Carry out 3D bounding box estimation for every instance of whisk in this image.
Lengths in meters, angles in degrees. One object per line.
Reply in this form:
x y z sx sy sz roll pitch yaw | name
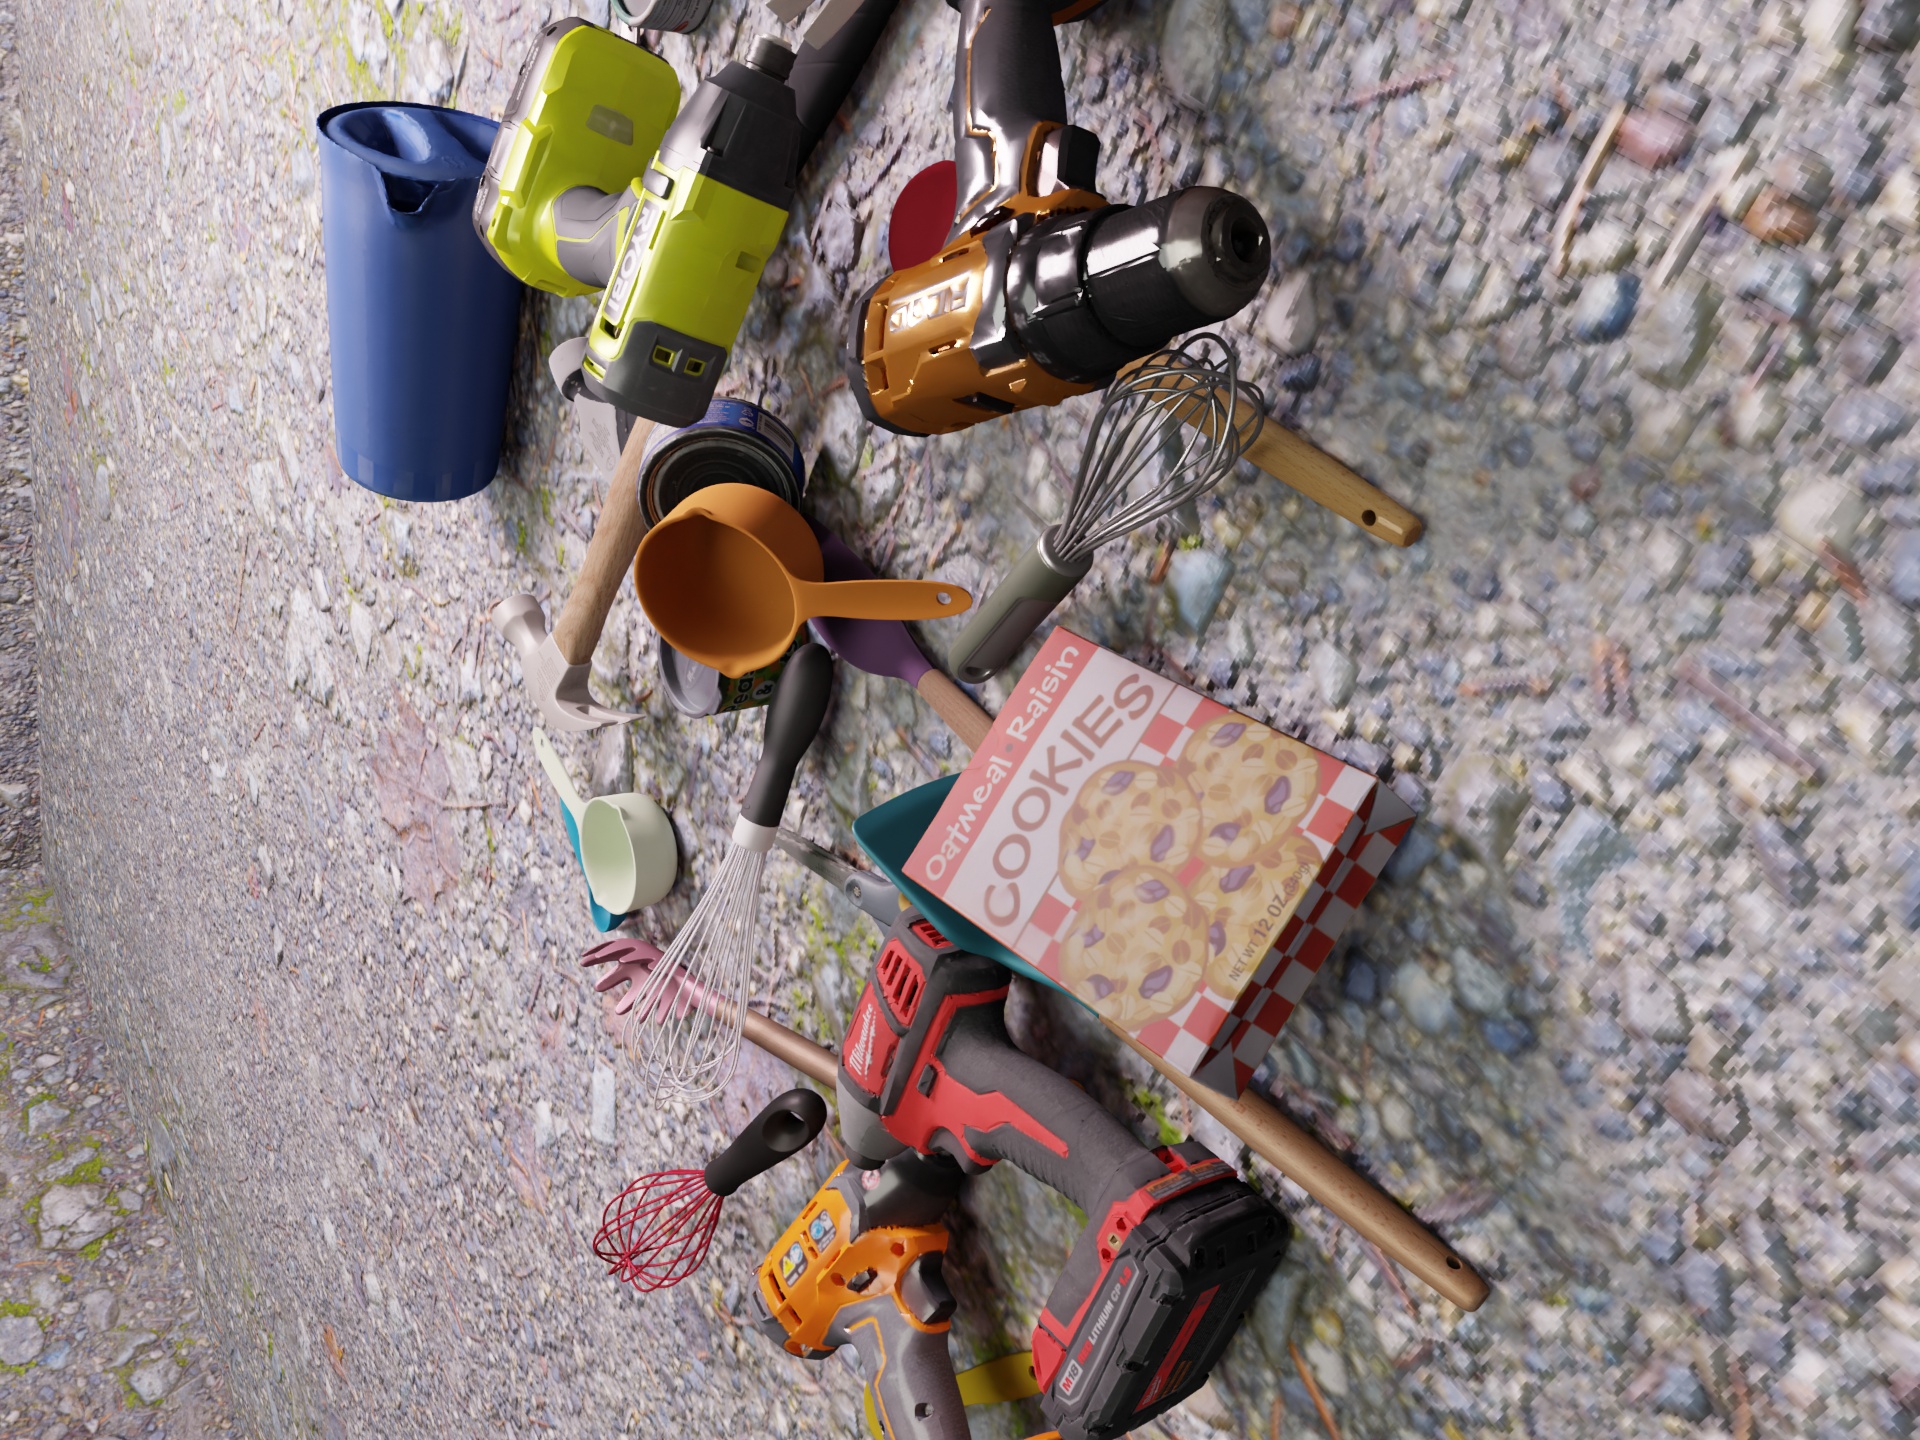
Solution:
0.047 -0.071 0.638 0.246 0.057 0.059 133 138 -58 | whisk
-0.153 0.287 0.975 0.295 0.073 0.073 -46 63 44 | whisk
-0.122 0.089 0.870 0.070 0.070 0.284 34 110 42 | whisk

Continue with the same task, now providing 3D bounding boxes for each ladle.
0.060 -0.149 0.638 0.316 0.031 0.069 42 131 36 | ladle

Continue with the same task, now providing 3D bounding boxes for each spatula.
0.081 0.125 0.655 0.318 0.082 0.044 35 131 35 | spatula
-0.001 -0.002 0.753 0.316 0.018 0.059 45 134 38 | spatula

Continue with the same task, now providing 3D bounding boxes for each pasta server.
-0.131 0.186 0.946 0.316 0.040 0.060 15 135 47 | pasta server

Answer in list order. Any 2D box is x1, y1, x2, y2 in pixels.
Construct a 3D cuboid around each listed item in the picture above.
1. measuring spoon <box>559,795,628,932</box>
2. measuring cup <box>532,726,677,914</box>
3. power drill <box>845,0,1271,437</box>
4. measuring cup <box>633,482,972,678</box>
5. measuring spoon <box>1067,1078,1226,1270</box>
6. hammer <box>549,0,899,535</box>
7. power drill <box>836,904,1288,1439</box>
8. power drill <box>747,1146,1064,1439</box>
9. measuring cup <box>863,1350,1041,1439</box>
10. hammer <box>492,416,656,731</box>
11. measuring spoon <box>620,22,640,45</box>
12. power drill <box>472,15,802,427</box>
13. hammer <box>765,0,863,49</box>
-0.252 0.091 1.098 0.129 0.021 0.042 60 139 37 | measuring spoon
-0.235 0.056 1.048 0.168 0.038 0.083 49 133 36 | measuring cup
0.039 -0.220 0.555 0.185 0.084 0.226 -1 81 54 | power drill
-0.072 -0.072 0.780 0.173 0.052 0.095 3 124 17 | measuring cup
0.078 0.204 0.707 0.117 0.011 0.021 44 130 36 | measuring spoon
-0.116 -0.254 0.827 0.409 0.036 0.149 -44 65 46 | hammer
0.024 0.197 0.704 0.220 0.078 0.143 41 120 37 | power drill
-0.008 0.312 0.776 0.164 0.084 0.227 -54 50 22 | power drill
-0.003 0.354 0.831 0.156 0.029 0.062 -41 67 47 | measuring cup
-0.189 -0.113 0.900 0.130 0.031 0.331 56 135 21 | hammer
-0.185 -0.349 0.911 0.034 0.018 0.124 11 100 50 | measuring spoon
-0.153 -0.257 0.767 0.223 0.080 0.171 43 114 47 | power drill
-0.133 -0.436 0.769 0.146 0.038 0.411 -56 47 8 | hammer
